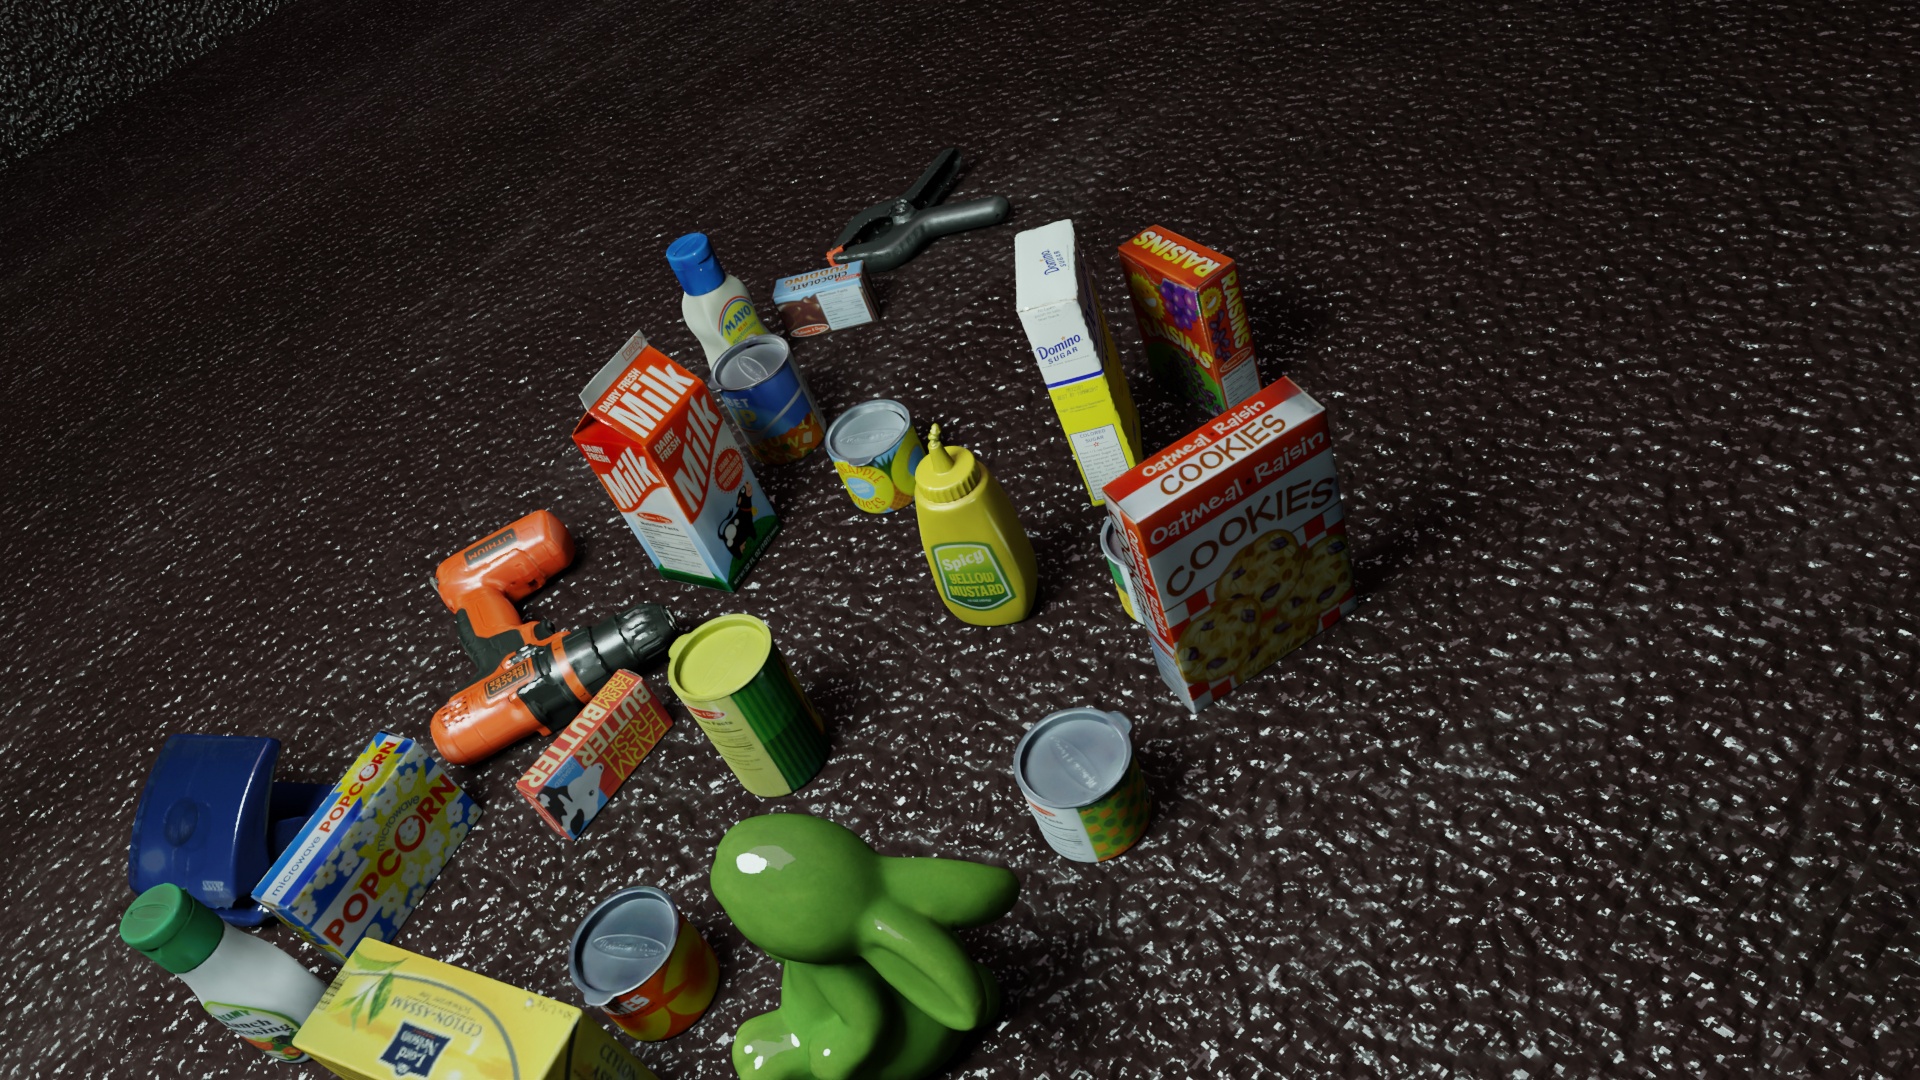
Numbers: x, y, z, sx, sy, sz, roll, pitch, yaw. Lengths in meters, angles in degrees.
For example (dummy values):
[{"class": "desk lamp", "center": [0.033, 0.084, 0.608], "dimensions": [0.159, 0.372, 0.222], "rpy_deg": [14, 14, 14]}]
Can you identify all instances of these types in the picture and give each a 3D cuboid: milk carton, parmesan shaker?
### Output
[{"class": "milk carton", "center": [-0.208, -0.055, 0.994], "dimensions": [0.073, 0.189, 0.073], "rpy_deg": [9, 51, 31]}, {"class": "parmesan shaker", "center": [-0.131, 0.103, 0.864], "dimensions": [0.071, 0.102, 0.072], "rpy_deg": [-12, 43, 12]}]

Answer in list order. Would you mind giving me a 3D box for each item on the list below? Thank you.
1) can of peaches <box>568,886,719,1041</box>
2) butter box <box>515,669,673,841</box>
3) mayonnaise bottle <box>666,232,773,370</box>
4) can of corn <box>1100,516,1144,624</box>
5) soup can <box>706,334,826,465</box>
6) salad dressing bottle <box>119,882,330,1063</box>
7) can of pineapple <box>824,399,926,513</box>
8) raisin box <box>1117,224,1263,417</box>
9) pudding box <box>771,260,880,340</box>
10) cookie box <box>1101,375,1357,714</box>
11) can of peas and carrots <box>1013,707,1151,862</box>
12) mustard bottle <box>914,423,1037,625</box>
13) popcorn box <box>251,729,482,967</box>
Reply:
[{"class": "can of peaches", "center": [-0.177, 0.240, 0.778], "dimensions": [0.071, 0.057, 0.071], "rpy_deg": [-12, 43, 12]}, {"class": "butter box", "center": [-0.238, 0.139, 0.911], "dimensions": [0.024, 0.053, 0.104], "rpy_deg": [16, 55, 35]}, {"class": "mayonnaise bottle", "center": [-0.196, -0.184, 1.152], "dimensions": [0.041, 0.147, 0.065], "rpy_deg": [17, 55, 36]}, {"class": "can of corn", "center": [0.128, 0.011, 0.878], "dimensions": [0.071, 0.058, 0.071], "rpy_deg": [-12, 43, 12]}, {"class": "soup can", "center": [-0.154, -0.110, 1.105], "dimensions": [0.071, 0.083, 0.072], "rpy_deg": [-12, 43, 12]}, {"class": "salad dressing bottle", "center": [-0.421, 0.252, 0.806], "dimensions": [0.064, 0.147, 0.044], "rpy_deg": [-7, 45, 18]}, {"class": "can of pineapple", "center": [-0.061, -0.061, 1.034], "dimensions": [0.071, 0.057, 0.071], "rpy_deg": [-12, 43, 12]}, {"class": "raisin box", "center": [0.163, -0.153, 0.981], "dimensions": [0.040, 0.123, 0.086], "rpy_deg": [-36, 43, -13]}, {"class": "pudding box", "center": [-0.117, -0.210, 1.217], "dimensions": [0.083, 0.049, 0.030], "rpy_deg": [-11, 43, 13]}, {"class": "cookie box", "center": [0.157, 0.006, 0.789], "dimensions": [0.123, 0.166, 0.040], "rpy_deg": [-31, 43, -9]}, {"class": "can of peas and carrots", "center": [0.071, 0.135, 0.776], "dimensions": [0.071, 0.058, 0.071], "rpy_deg": [-12, 43, 12]}, {"class": "mustard bottle", "center": [0.003, -0.011, 0.879], "dimensions": [0.065, 0.159, 0.049], "rpy_deg": [-5, 45, 20]}, {"class": "popcorn box", "center": [-0.375, 0.198, 0.887], "dimensions": [0.038, 0.085, 0.127], "rpy_deg": [6, 50, 29]}]
